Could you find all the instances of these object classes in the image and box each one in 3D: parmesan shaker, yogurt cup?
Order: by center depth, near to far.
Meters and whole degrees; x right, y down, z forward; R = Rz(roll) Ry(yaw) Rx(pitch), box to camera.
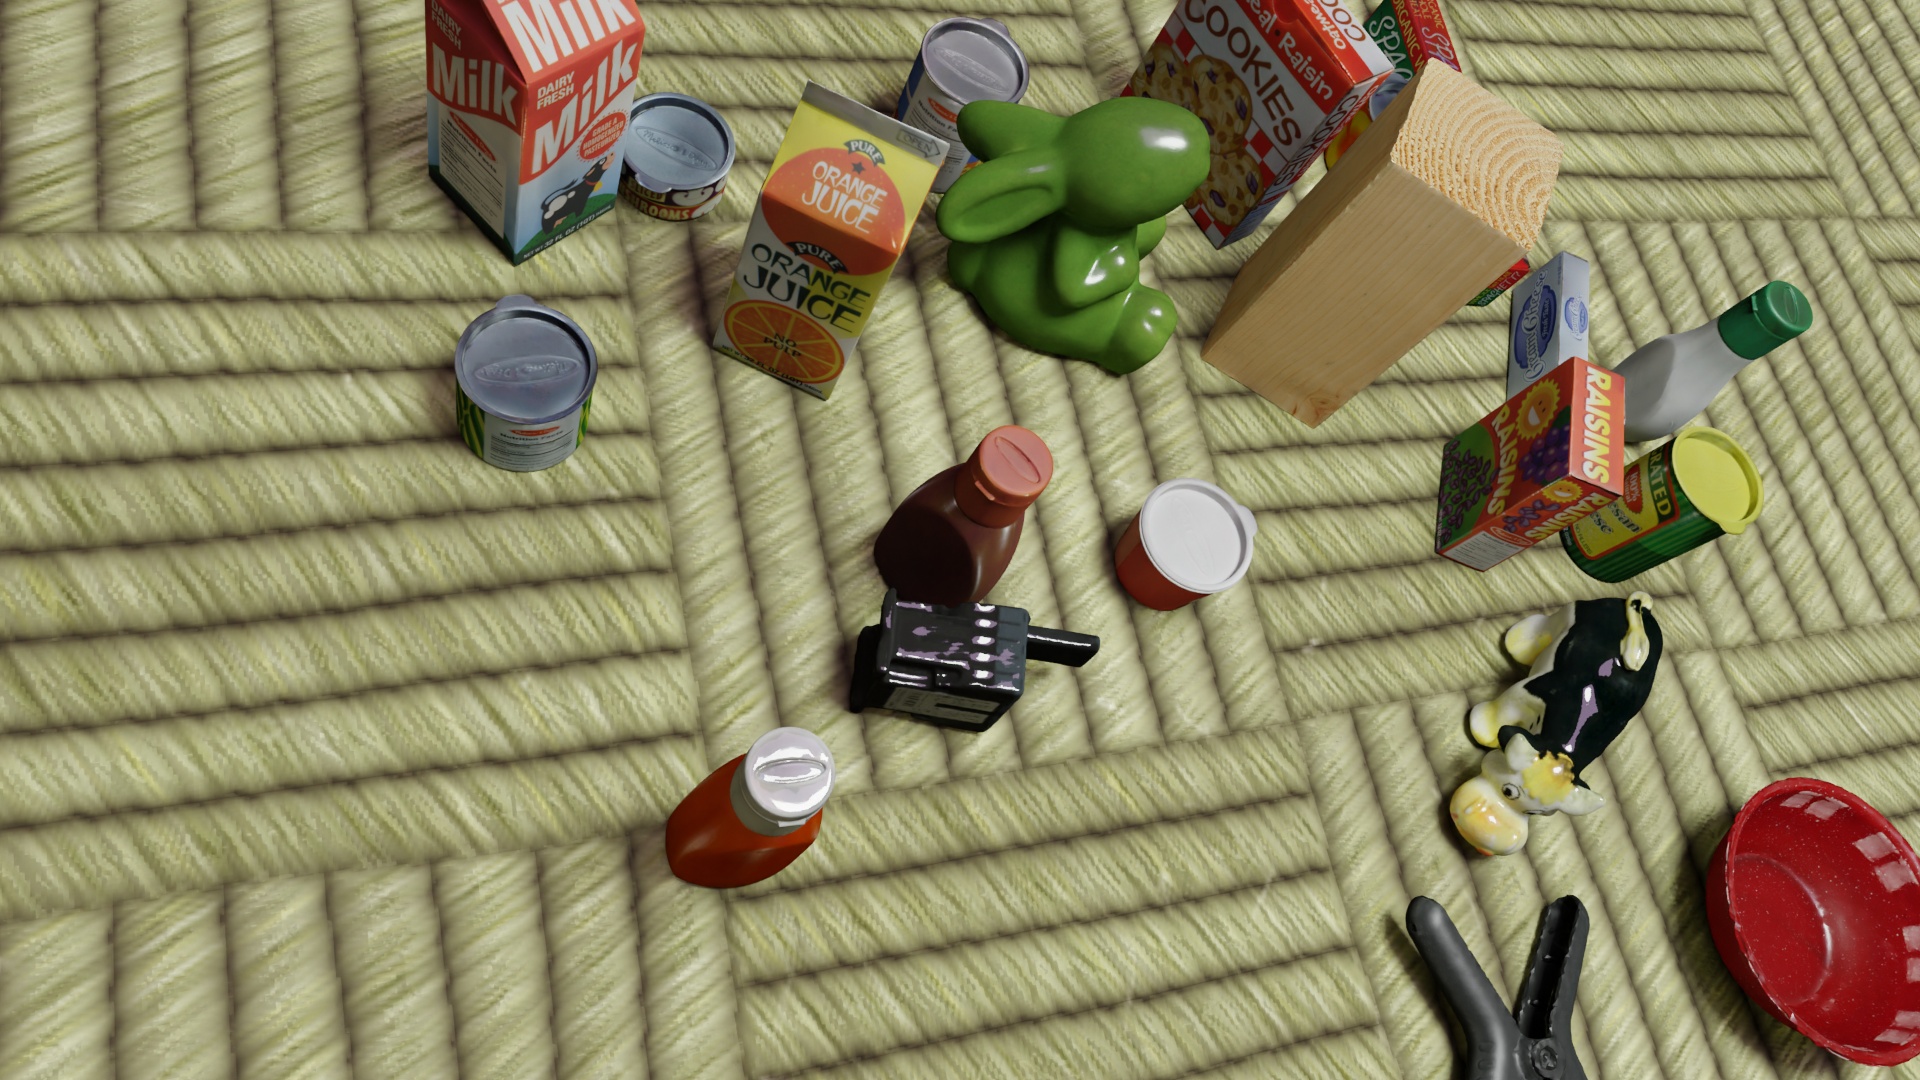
[{"bbox_3d":[0.122,0.006,0.780,0.072,0.053,0.072,7,65,-17],"label":"yogurt cup"},{"bbox_3d":[0.438,-0.018,0.874,0.071,0.102,0.071,7,66,-17],"label":"parmesan shaker"}]

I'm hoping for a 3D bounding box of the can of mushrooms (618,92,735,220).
[{"bbox_3d":[-0.164,-0.215,0.787,0.071,0.033,0.071,7,65,-16],"label":"can of mushrooms"}]

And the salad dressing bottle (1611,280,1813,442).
[{"bbox_3d":[0.481,-0.116,0.907,0.044,0.147,0.064,16,63,-12],"label":"salad dressing bottle"}]

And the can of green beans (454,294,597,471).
[{"bbox_3d":[-0.217,-0.075,0.692,0.071,0.057,0.071,7,65,-17],"label":"can of green beans"}]

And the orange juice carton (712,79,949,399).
[{"bbox_3d":[-0.066,-0.156,0.705,0.072,0.191,0.073,25,62,-8],"label":"orange juice carton"}]

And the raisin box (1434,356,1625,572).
[{"bbox_3d":[0.343,-0.043,0.840,0.040,0.123,0.086,21,62,-10],"label":"raisin box"}]

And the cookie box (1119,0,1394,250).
[{"bbox_3d":[0.173,-0.278,0.857,0.040,0.166,0.123,-29,80,-27],"label":"cookie box"}]

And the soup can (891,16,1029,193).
[{"bbox_3d":[-0.002,-0.262,0.836,0.071,0.083,0.071,7,66,-17],"label":"soup can"}]

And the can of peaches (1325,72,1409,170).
[{"bbox_3d":[0.295,-0.277,0.963,0.071,0.057,0.071,7,65,-17],"label":"can of peaches"}]

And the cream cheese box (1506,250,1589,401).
[{"bbox_3d":[0.399,-0.139,0.942,0.024,0.053,0.104,20,62,-11],"label":"cream cheese box"}]

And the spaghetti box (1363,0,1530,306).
[{"bbox_3d":[0.342,-0.286,0.988,0.029,0.050,0.251,-2,68,-20],"label":"spaghetti box"}]

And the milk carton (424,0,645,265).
[{"bbox_3d":[-0.211,-0.228,0.685,0.073,0.189,0.073,46,61,4],"label":"milk carton"}]

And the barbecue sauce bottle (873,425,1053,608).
[{"bbox_3d":[0.002,-0.009,0.690,0.065,0.148,0.044,47,61,4],"label":"barbecue sauce bottle"}]

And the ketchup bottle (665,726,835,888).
[{"bbox_3d":[-0.088,0.118,0.602,0.065,0.148,0.043,-2,69,-20],"label":"ketchup bottle"}]
